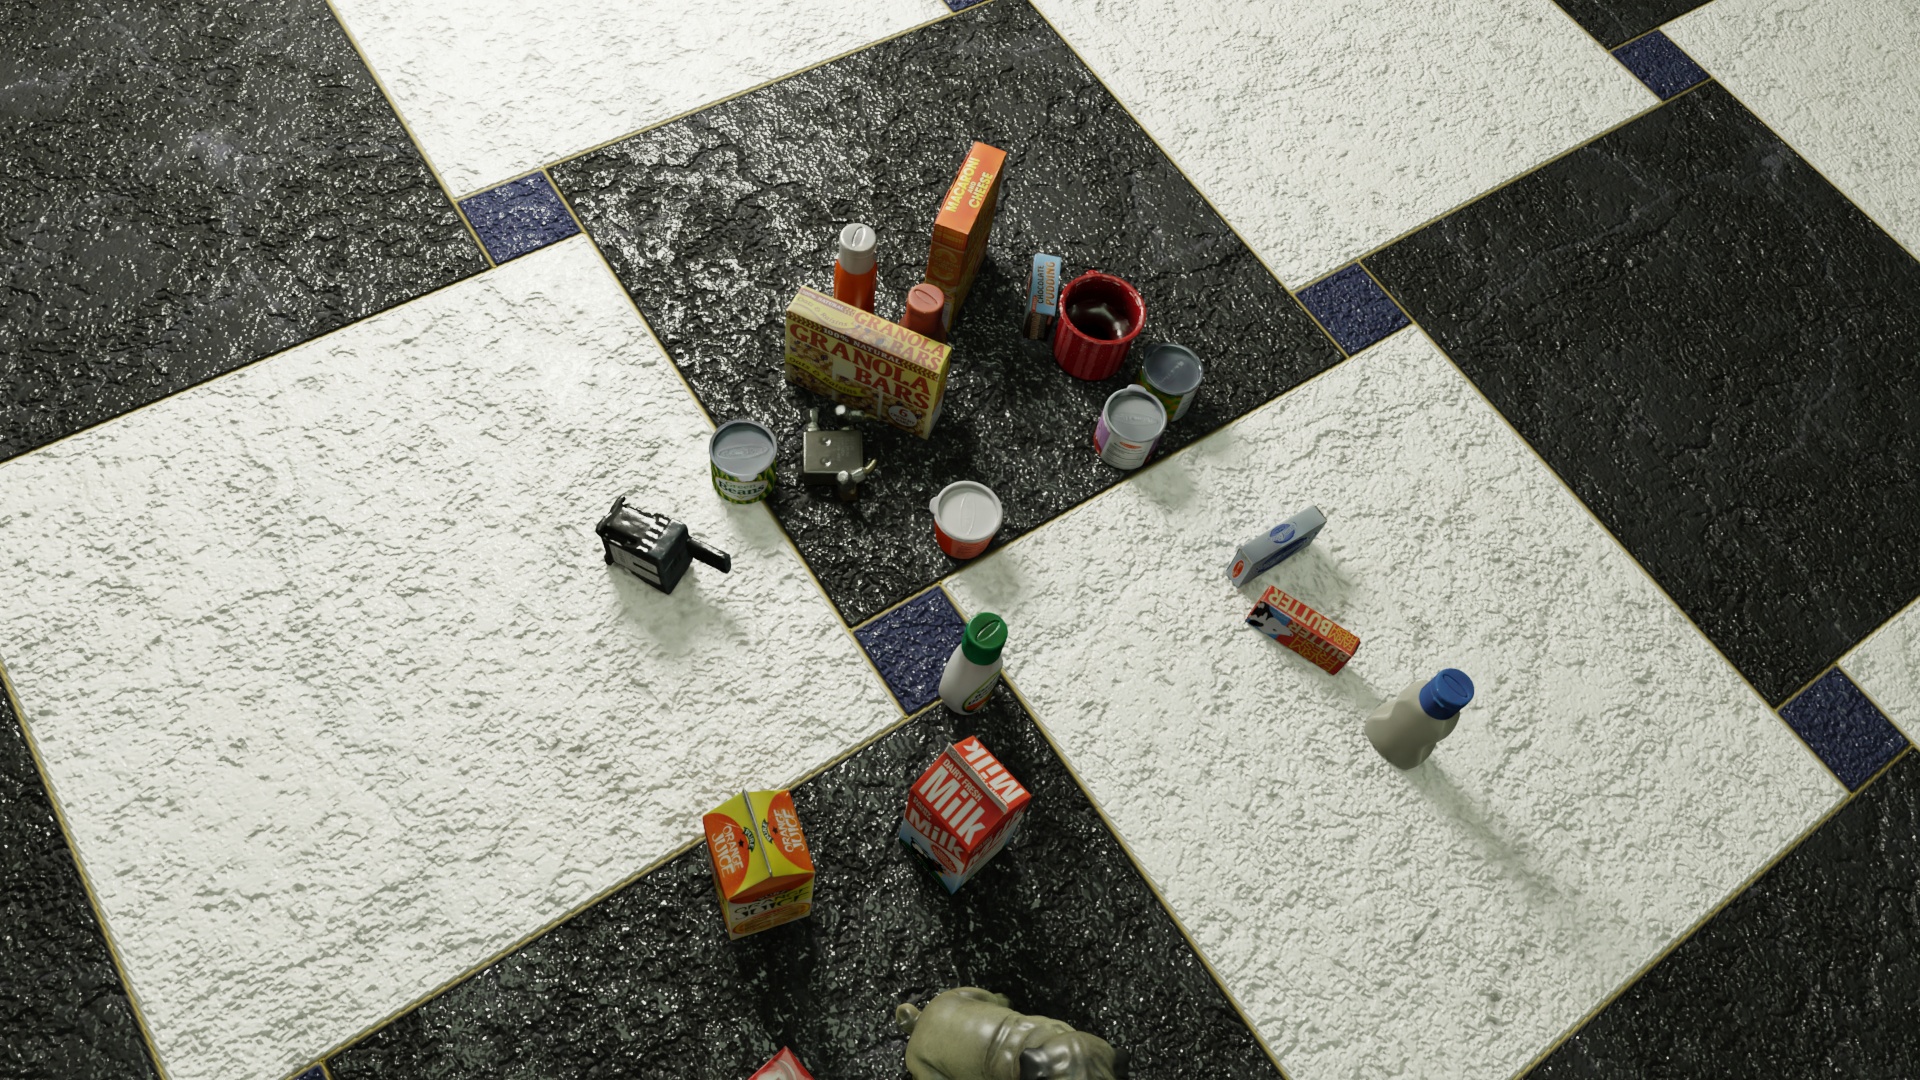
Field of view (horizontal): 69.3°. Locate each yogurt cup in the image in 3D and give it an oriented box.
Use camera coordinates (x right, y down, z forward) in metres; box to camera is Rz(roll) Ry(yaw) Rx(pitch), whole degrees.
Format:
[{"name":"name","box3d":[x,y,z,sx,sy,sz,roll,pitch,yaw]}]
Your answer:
[{"name":"yogurt cup","box3d":[0.005,-0.017,1.377,0.072,0.053,0.073,3,62,-6]}]

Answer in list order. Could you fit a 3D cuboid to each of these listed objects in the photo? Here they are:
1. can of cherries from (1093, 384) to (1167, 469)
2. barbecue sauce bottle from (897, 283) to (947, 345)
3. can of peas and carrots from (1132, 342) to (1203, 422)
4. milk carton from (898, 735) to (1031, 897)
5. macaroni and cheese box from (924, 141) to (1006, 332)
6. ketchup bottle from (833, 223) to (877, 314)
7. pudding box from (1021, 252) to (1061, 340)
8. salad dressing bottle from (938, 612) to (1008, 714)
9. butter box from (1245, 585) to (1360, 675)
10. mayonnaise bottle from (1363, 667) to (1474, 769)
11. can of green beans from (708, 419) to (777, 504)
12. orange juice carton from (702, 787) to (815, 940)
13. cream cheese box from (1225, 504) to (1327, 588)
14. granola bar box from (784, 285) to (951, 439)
[{"name":"can of cherries","box3d":[0.177,-0.118,1.452,0.071,0.058,0.072,3,62,-6]},{"name":"barbecue sauce bottle","box3d":[-0.041,-0.203,1.416,0.065,0.147,0.044,36,64,12]},{"name":"can of peas and carrots","box3d":[0.218,-0.169,1.485,0.071,0.058,0.071,3,62,-6]},{"name":"milk carton","box3d":[0.003,0.228,1.167,0.074,0.189,0.072,-38,73,-23]},{"name":"macaroni and cheese box","box3d":[0.000,-0.320,1.475,0.040,0.165,0.124,21,62,3]},{"name":"ketchup bottle","box3d":[-0.109,-0.267,1.442,0.043,0.148,0.065,15,61,0]},{"name":"pudding box","box3d":[0.089,-0.268,1.525,0.030,0.049,0.084,9,61,-3]},{"name":"salad dressing bottle","box3d":[0.014,0.111,1.256,0.064,0.147,0.044,-39,73,-24]},{"name":"butter box","box3d":[0.336,0.088,1.366,0.103,0.053,0.024,32,63,10]},{"name":"mayonnaise bottle","box3d":[0.427,0.162,1.285,0.041,0.147,0.065,-37,73,-23]},{"name":"can of green beans","box3d":[-0.215,-0.077,1.377,0.071,0.057,0.071,3,62,-6]},{"name":"orange juice carton","box3d":[-0.164,0.261,1.126,0.073,0.191,0.072,-15,65,-15]},{"name":"cream cheese box","box3d":[0.319,0.006,1.407,0.104,0.053,0.024,-28,69,-20]},{"name":"granola bar box","box3d":[-0.095,-0.180,1.410,0.166,0.123,0.039,23,62,5]}]
